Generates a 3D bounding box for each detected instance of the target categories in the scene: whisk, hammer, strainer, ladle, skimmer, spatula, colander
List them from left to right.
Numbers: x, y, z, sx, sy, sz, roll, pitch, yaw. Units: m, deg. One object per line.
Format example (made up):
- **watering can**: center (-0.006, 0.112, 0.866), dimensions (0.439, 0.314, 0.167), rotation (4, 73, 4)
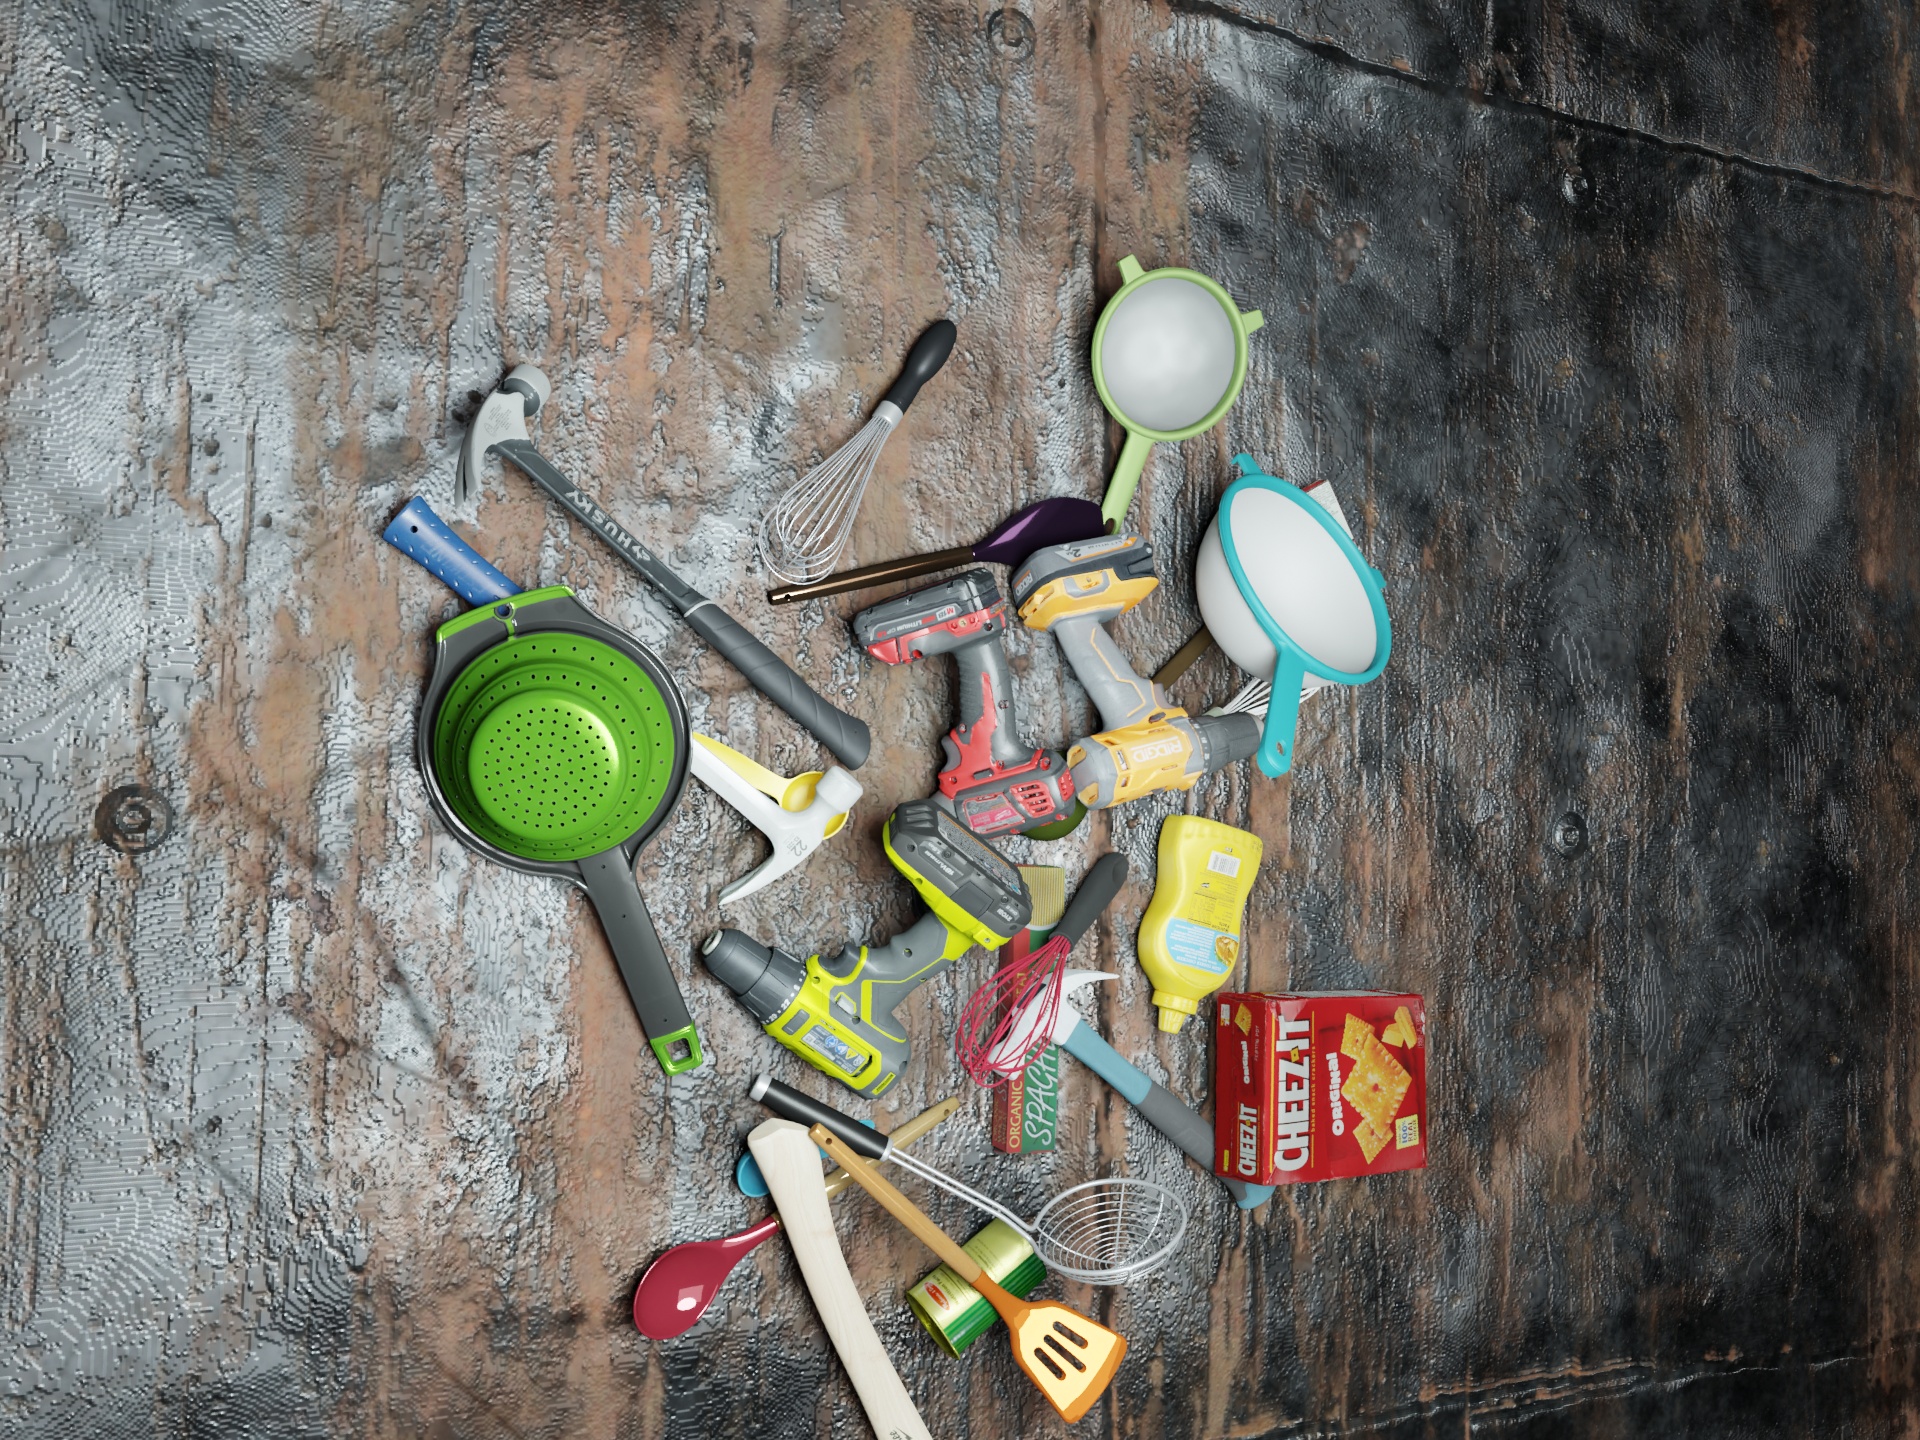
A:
- **colander**: center (-0.274, 0.101, 1.187), dimensions (0.204, 0.094, 0.397), rotation (-20, 103, -5)
- **hammer**: center (-0.273, -0.019, 1.233), dimensions (0.405, 0.035, 0.144), rotation (41, 93, -13)
- **hammer**: center (-0.221, -0.097, 1.248), dimensions (0.408, 0.036, 0.149), rotation (43, 37, -21)
- **ladle**: center (-0.129, 0.394, 1.296), dimensions (0.315, 0.031, 0.069), rotation (-29, 112, -24)
- **hammer**: center (-0.089, 0.512, 1.287), dimensions (0.146, 0.038, 0.410), rotation (-26, 103, -21)
- **whisk**: center (-0.077, -0.230, 1.333), dimensions (0.070, 0.070, 0.285), rotation (39, 69, -18)
- **spatula**: center (-0.015, -0.140, 1.367), dimensions (0.316, 0.018, 0.059), rotation (-15, 109, -20)
- **spatula**: center (-0.001, 0.431, 1.273), dimensions (0.322, 0.041, 0.081), rotation (45, 71, -12)
- **skimmer**: center (0.006, 0.355, 1.295), dimensions (0.363, 0.127, 0.090), rotation (28, 107, -5)
- **whisk**: center (0.076, 0.198, 1.328), dimensions (0.073, 0.073, 0.296), rotation (56, 42, -12)
- **ladle**: center (0.155, -0.010, 1.437), dimensions (0.078, 0.062, 0.320), rotation (49, 64, -6)
- **strainer**: center (0.161, -0.280, 1.441), dimensions (0.151, 0.069, 0.256), rotation (17, 99, -21)
- **hammer**: center (0.168, 0.336, 1.407), dimensions (0.330, 0.033, 0.128), rotation (43, 69, -23)
- **whisk**: center (0.249, -0.005, 1.470), dimensions (0.246, 0.059, 0.057), rotation (-30, 127, -18)
- **strainer**: center (0.262, -0.063, 1.369), dimensions (0.211, 0.095, 0.341), rotation (37, 44, -18)

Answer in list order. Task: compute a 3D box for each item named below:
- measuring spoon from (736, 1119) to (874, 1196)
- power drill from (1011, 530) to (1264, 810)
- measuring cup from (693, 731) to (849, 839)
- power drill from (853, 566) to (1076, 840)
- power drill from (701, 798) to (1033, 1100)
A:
- **measuring spoon**: center (-0.129, 0.351, 1.307), dimensions (0.128, 0.021, 0.042), rotation (-15, 110, -32)
- **power drill**: center (0.157, -0.046, 1.380), dimensions (0.185, 0.084, 0.226), rotation (-13, 75, -24)
- **measuring cup**: center (-0.164, 0.047, 1.301), dimensions (0.156, 0.029, 0.062), rotation (28, 85, -8)
- **power drill**: center (-0.002, -0.004, 1.322), dimensions (0.143, 0.078, 0.219), rotation (-17, 98, 19)
- **power drill**: center (-0.073, 0.175, 1.264), dimensions (0.190, 0.080, 0.228), rotation (40, 104, -17)
